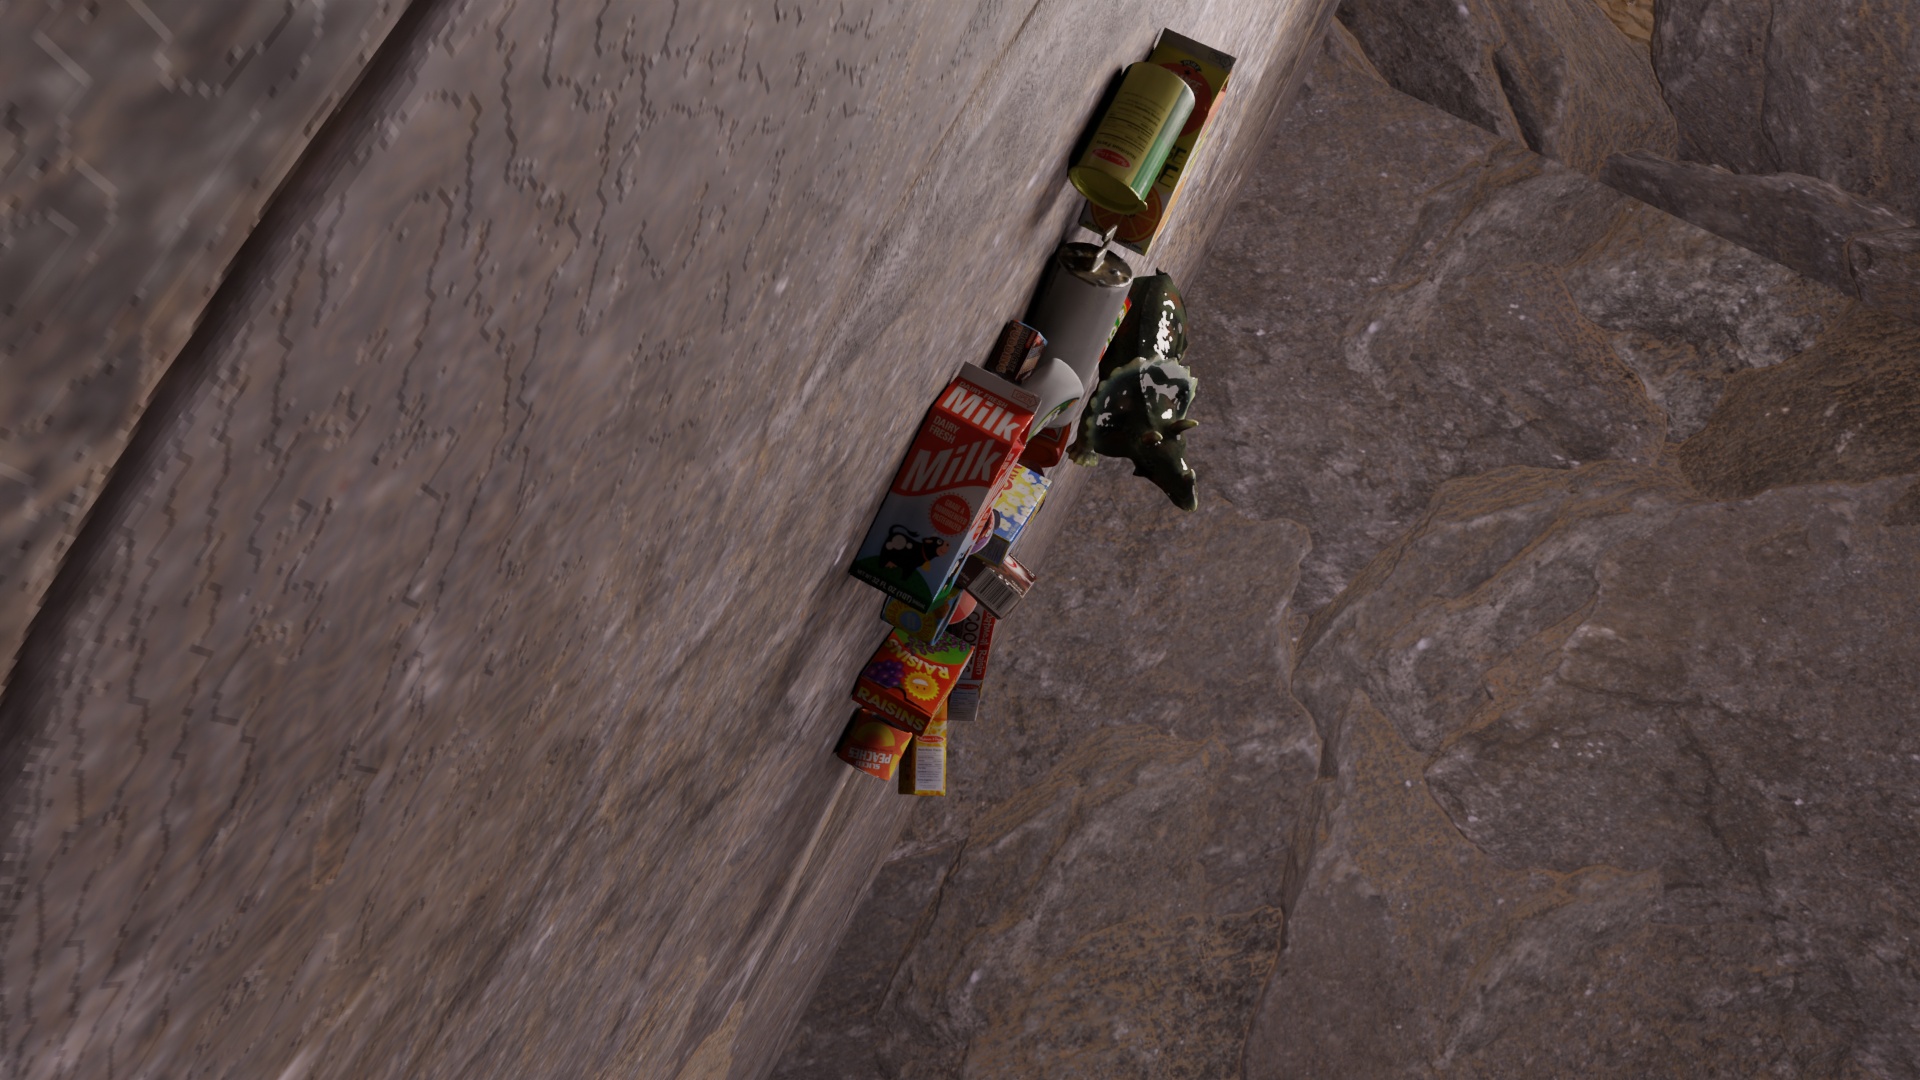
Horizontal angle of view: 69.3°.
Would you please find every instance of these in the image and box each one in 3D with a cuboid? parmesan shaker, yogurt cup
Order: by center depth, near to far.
[{"bbox_3d":[0.143,-0.327,1.135,0.103,0.071,0.071,-62,173,-8],"label":"parmesan shaker"},{"bbox_3d":[-0.017,0.048,1.442,0.072,0.072,0.053,-61,165,-13],"label":"yogurt cup"}]

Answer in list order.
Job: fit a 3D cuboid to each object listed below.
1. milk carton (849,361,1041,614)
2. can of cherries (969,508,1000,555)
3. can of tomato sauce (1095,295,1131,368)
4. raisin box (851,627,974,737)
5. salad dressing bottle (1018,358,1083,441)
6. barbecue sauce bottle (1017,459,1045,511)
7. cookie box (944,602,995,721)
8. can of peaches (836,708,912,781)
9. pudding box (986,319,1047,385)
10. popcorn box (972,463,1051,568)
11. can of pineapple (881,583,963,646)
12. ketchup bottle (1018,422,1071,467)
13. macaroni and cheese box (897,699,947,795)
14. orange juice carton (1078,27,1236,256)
[{"bbox_3d":[-0.009,-0.043,1.104,0.190,0.072,0.073,-63,173,6],"label":"milk carton"},{"bbox_3d":[-0.001,-0.022,1.255,0.071,0.071,0.058,-62,172,-6],"label":"can of cherries"},{"bbox_3d":[0.132,-0.228,1.455,0.083,0.071,0.071,-61,173,-9],"label":"can of tomato sauce"},{"bbox_3d":[-0.048,0.138,1.457,0.124,0.086,0.039,-54,171,-51],"label":"raisin box"},{"bbox_3d":[0.042,-0.100,1.225,0.148,0.044,0.064,-41,-177,-15],"label":"salad dressing bottle"},{"bbox_3d":[0.044,-0.032,1.527,0.148,0.044,0.065,137,-39,-58],"label":"barbecue sauce bottle"},{"bbox_3d":[0.004,0.103,1.591,0.123,0.040,0.166,-102,-161,-57],"label":"cookie box"},{"bbox_3d":[-0.094,0.224,1.525,0.058,0.071,0.071,-63,173,-3],"label":"can of peaches"},{"bbox_3d":[0.052,-0.168,1.248,0.049,0.030,0.084,-64,173,5],"label":"pudding box"},{"bbox_3d":[0.027,-0.035,1.345,0.127,0.085,0.038,-53,168,-53],"label":"popcorn box"},{"bbox_3d":[-0.038,0.063,1.358,0.071,0.058,0.071,-61,173,-13],"label":"can of pineapple"},{"bbox_3d":[0.098,-0.145,1.567,0.043,0.065,0.150,96,12,-45],"label":"ketchup bottle"},{"bbox_3d":[-0.044,0.208,1.596,0.123,0.040,0.166,135,-43,-75],"label":"macaroni and cheese box"},{"bbox_3d":[0.182,-0.367,1.273,0.073,0.072,0.191,-55,170,-50],"label":"orange juice carton"}]
